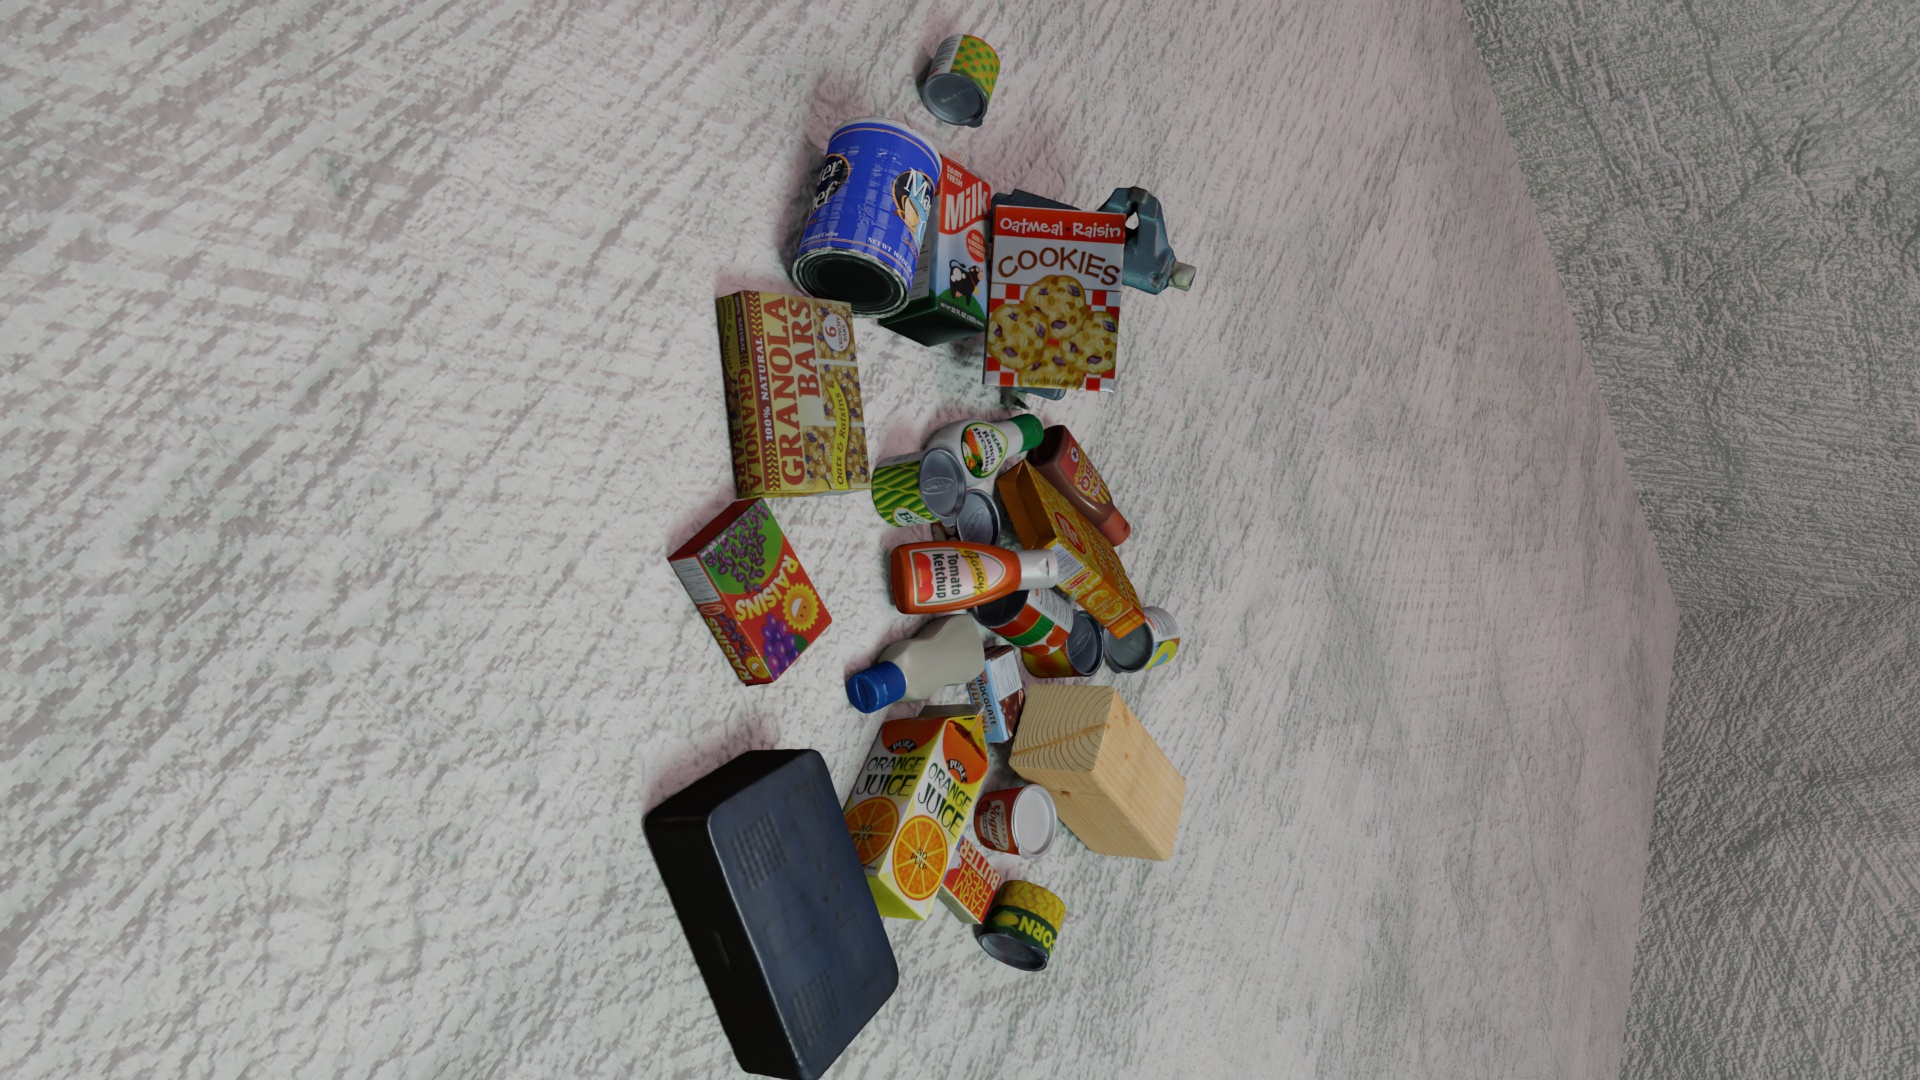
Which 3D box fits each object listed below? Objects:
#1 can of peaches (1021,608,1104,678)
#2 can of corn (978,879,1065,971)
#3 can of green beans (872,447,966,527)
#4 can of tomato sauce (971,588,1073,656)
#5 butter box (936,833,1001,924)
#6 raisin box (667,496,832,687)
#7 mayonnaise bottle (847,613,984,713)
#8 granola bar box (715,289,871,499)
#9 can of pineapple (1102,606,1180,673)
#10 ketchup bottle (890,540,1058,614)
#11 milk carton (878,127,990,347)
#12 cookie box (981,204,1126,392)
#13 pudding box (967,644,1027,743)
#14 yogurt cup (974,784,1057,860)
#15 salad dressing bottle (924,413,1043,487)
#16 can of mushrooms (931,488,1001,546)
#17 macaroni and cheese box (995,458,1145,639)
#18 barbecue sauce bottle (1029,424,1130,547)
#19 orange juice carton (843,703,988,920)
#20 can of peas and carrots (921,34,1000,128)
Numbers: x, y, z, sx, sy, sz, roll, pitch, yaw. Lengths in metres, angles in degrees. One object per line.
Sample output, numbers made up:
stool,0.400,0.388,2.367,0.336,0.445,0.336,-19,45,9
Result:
can of peaches,0.101,0.102,1.387,0.071,0.058,0.071,11,75,-48
can of corn,0.060,0.355,1.281,0.071,0.071,0.058,52,47,-31
can of green beans,-0.037,-0.047,1.247,0.071,0.057,0.071,12,74,-49
can of tomato sauce,0.058,0.068,1.334,0.083,0.071,0.071,35,58,-46
butter box,-0.006,0.296,1.249,0.103,0.024,0.053,52,48,-31
raisin box,-0.164,0.040,1.094,0.086,0.040,0.123,-49,119,-44
mayonnaise bottle,-0.038,0.112,1.231,0.149,0.041,0.064,-21,98,-49
granola bar box,-0.137,-0.120,1.155,0.124,0.039,0.165,-4,86,-50
can of pineapple,0.193,0.107,1.494,0.058,0.071,0.071,-5,88,-51
ketchup bottle,0.013,0.030,1.254,0.149,0.043,0.065,-4,85,-20
milk carton,-0.022,-0.286,1.297,0.072,0.073,0.191,16,71,-48
cookie box,0.087,-0.226,1.304,0.040,0.123,0.167,-115,-152,-83
pudding box,0.035,0.146,1.321,0.050,0.030,0.083,-23,101,-51
yogurt cup,0.050,0.262,1.300,0.072,0.054,0.072,12,75,-49
salad dressing bottle,0.026,-0.092,1.343,0.148,0.044,0.064,-24,100,-50
can of mushrooms,0.005,-0.016,1.312,0.071,0.033,0.071,10,76,-49
macaroni and cheese box,0.111,0.009,1.384,0.166,0.040,0.124,40,21,-39
barbecue sauce bottle,0.128,-0.052,1.459,0.148,0.043,0.065,49,41,-34
orange juice carton,-0.040,0.218,1.185,0.073,0.071,0.194,51,49,-33
can of peas and carrots,0.003,-0.450,1.362,0.071,0.071,0.059,41,54,-39
